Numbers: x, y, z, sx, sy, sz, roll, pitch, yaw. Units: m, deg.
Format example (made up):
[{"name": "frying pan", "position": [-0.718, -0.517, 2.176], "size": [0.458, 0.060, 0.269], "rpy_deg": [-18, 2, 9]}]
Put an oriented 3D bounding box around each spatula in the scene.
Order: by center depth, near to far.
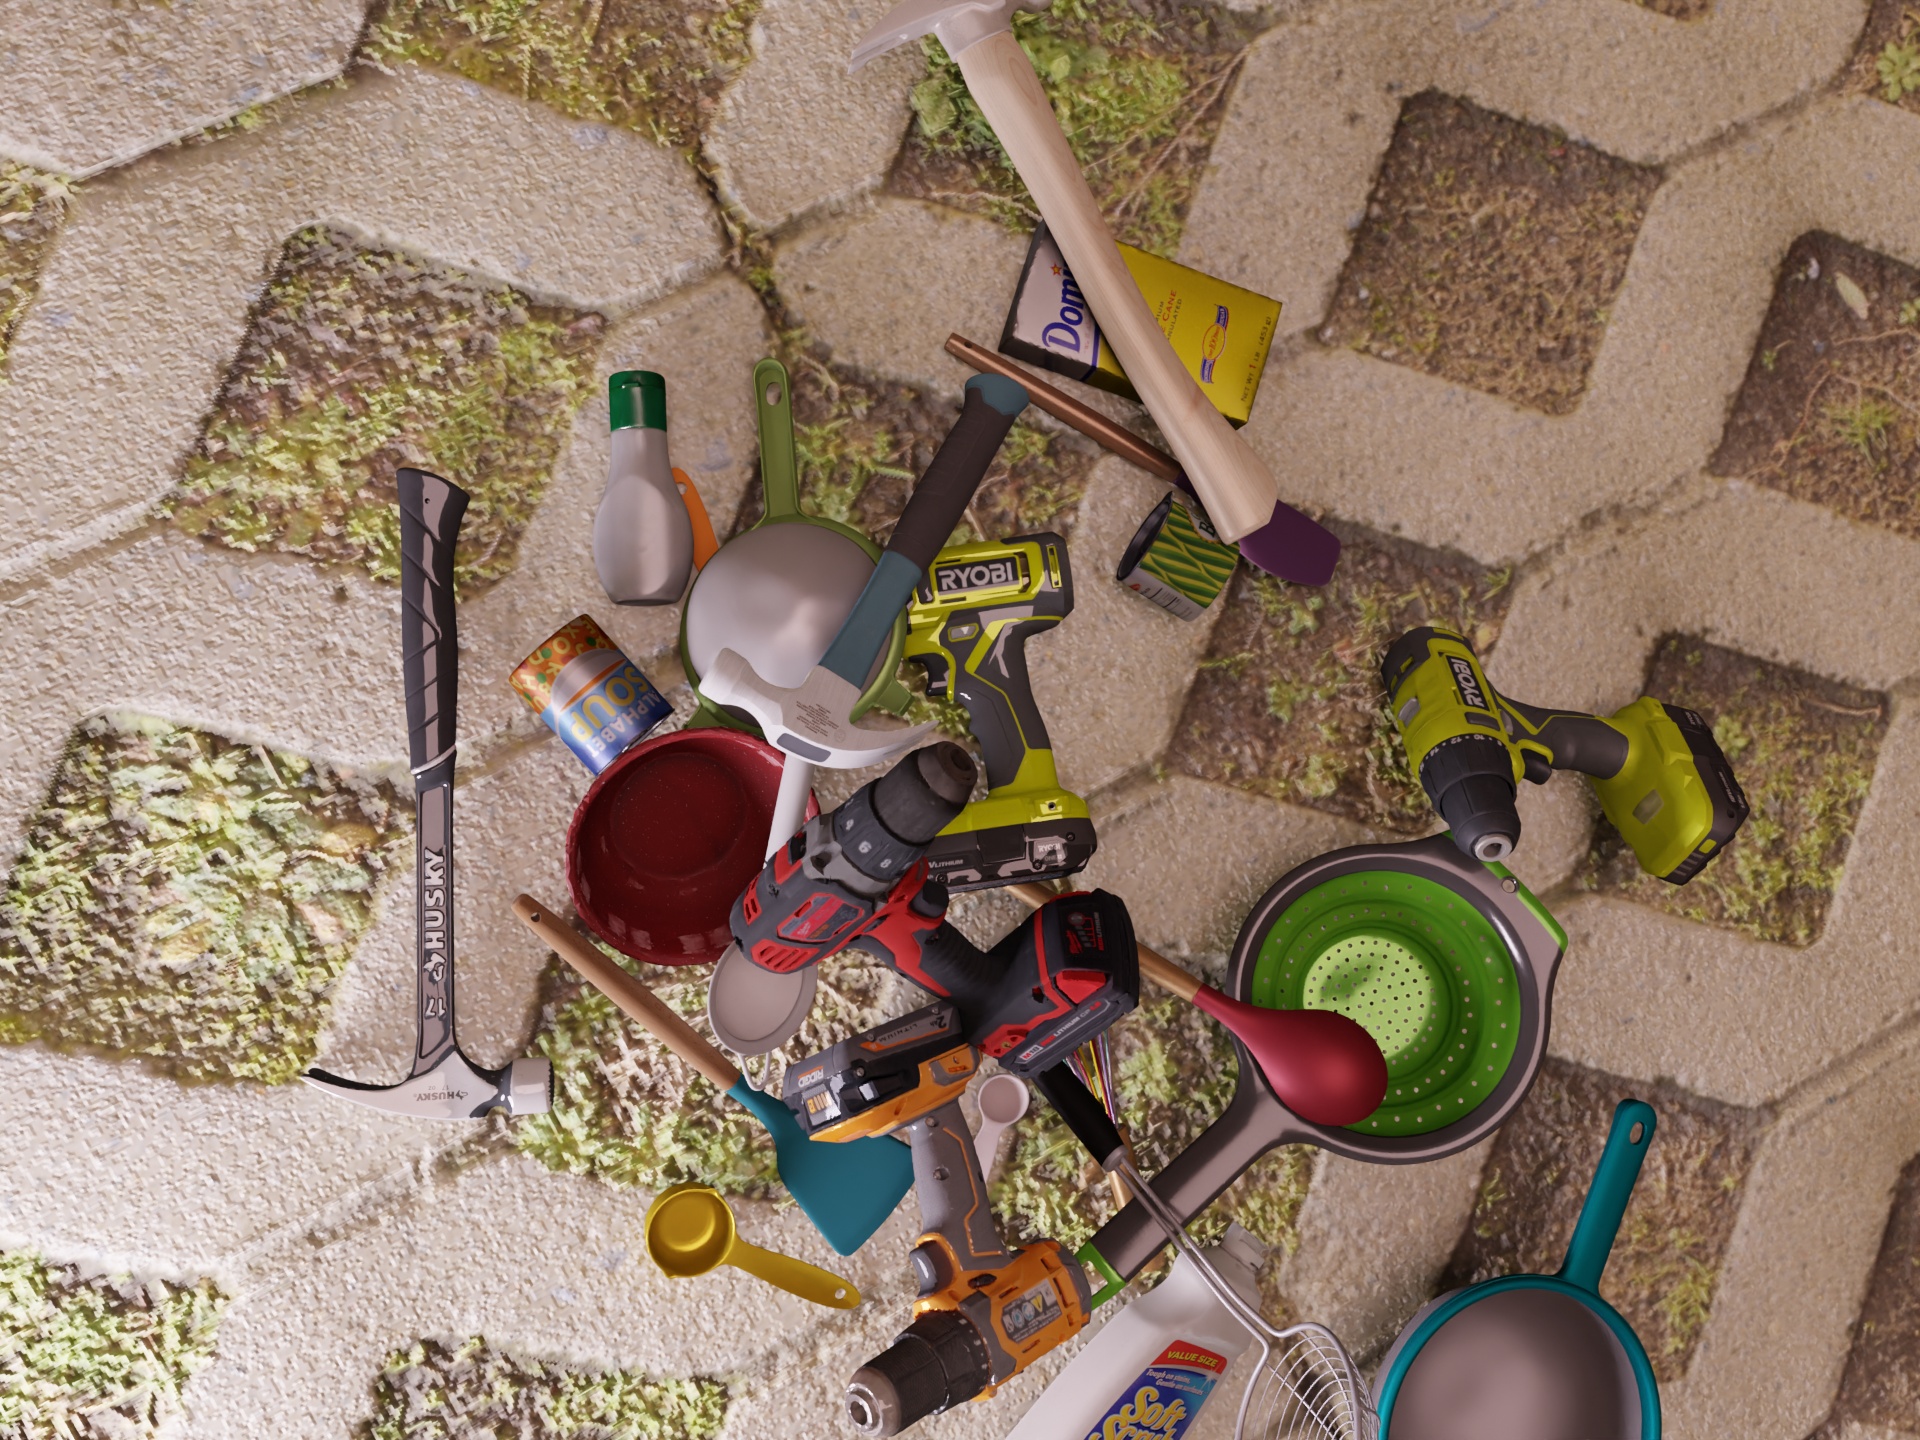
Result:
[{"name": "spatula", "position": [-0.158, 0.213, 1.000], "size": [0.317, 0.044, 0.082], "rpy_deg": [45, 79, -21]}, {"name": "spatula", "position": [0.127, -0.182, 1.101], "size": [0.316, 0.018, 0.060], "rpy_deg": [29, 64, -8]}]

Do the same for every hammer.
[{"name": "hammer", "position": [-0.032, -0.105, 0.982], "size": [0.128, 0.033, 0.331], "rpy_deg": [33, 54, -9]}, {"name": "hammer", "position": [-0.336, 0.045, 0.999], "size": [0.149, 0.036, 0.409], "rpy_deg": [-1, 87, -10]}, {"name": "hammer", "position": [0.082, -0.297, 1.045], "size": [0.146, 0.038, 0.410], "rpy_deg": [-29, 90, -10]}]

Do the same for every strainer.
[{"name": "strainer", "position": [-0.114, 0.099, 0.981], "size": [0.086, 0.050, 0.258], "rpy_deg": [3, 104, -47]}, {"name": "strainer", "position": [-0.118, -0.115, 1.001], "size": [0.151, 0.069, 0.256], "rpy_deg": [-7, 79, 10]}, {"name": "strainer", "position": [0.384, 0.413, 1.090], "size": [0.211, 0.095, 0.340], "rpy_deg": [27, 81, -11]}]

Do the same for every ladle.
[{"name": "ladle", "position": [0.132, 0.162, 1.031], "size": [0.315, 0.031, 0.069], "rpy_deg": [30, 80, 15]}]

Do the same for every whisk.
[{"name": "whisk", "position": [0.093, 0.255, 1.066], "size": [0.051, 0.047, 0.245], "rpy_deg": [-18, 94, -14]}]

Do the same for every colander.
[{"name": "colander", "position": [0.220, 0.244, 1.062], "size": [0.397, 0.094, 0.205], "rpy_deg": [-43, 76, -1]}]

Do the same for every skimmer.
[{"name": "skimmer", "position": [0.114, 0.321, 0.960], "size": [0.090, 0.127, 0.364], "rpy_deg": [-9, 47, -45]}]

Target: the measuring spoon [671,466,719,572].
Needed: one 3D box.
[{"name": "measuring spoon", "position": [-0.169, -0.112, 1.047], "size": [0.021, 0.011, 0.117], "rpy_deg": [-21, 92, -11]}]

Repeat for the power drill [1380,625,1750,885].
[{"name": "power drill", "position": [0.405, 0.036, 1.074], "size": [0.228, 0.080, 0.191], "rpy_deg": [14, 40, -14]}]

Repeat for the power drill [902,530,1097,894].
[{"name": "power drill", "position": [-0.002, -0.003, 1.032], "size": [0.171, 0.080, 0.223], "rpy_deg": [-8, 79, 0]}]

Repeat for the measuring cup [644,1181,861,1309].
[{"name": "measuring cup", "position": [-0.134, 0.347, 1.034], "size": [0.156, 0.029, 0.062], "rpy_deg": [30, 83, -20]}]

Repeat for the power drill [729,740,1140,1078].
[{"name": "power drill", "position": [0.003, 0.110, 0.932], "size": [0.226, 0.080, 0.188], "rpy_deg": [29, 125, -28]}]

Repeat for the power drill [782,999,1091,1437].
[{"name": "power drill", "position": [-0.028, 0.301, 0.967], "size": [0.185, 0.084, 0.226], "rpy_deg": [-12, 74, -47]}]

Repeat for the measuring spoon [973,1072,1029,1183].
[{"name": "measuring spoon", "position": [0.011, 0.293, 1.066], "size": [0.034, 0.018, 0.124], "rpy_deg": [22, 91, -9]}]
